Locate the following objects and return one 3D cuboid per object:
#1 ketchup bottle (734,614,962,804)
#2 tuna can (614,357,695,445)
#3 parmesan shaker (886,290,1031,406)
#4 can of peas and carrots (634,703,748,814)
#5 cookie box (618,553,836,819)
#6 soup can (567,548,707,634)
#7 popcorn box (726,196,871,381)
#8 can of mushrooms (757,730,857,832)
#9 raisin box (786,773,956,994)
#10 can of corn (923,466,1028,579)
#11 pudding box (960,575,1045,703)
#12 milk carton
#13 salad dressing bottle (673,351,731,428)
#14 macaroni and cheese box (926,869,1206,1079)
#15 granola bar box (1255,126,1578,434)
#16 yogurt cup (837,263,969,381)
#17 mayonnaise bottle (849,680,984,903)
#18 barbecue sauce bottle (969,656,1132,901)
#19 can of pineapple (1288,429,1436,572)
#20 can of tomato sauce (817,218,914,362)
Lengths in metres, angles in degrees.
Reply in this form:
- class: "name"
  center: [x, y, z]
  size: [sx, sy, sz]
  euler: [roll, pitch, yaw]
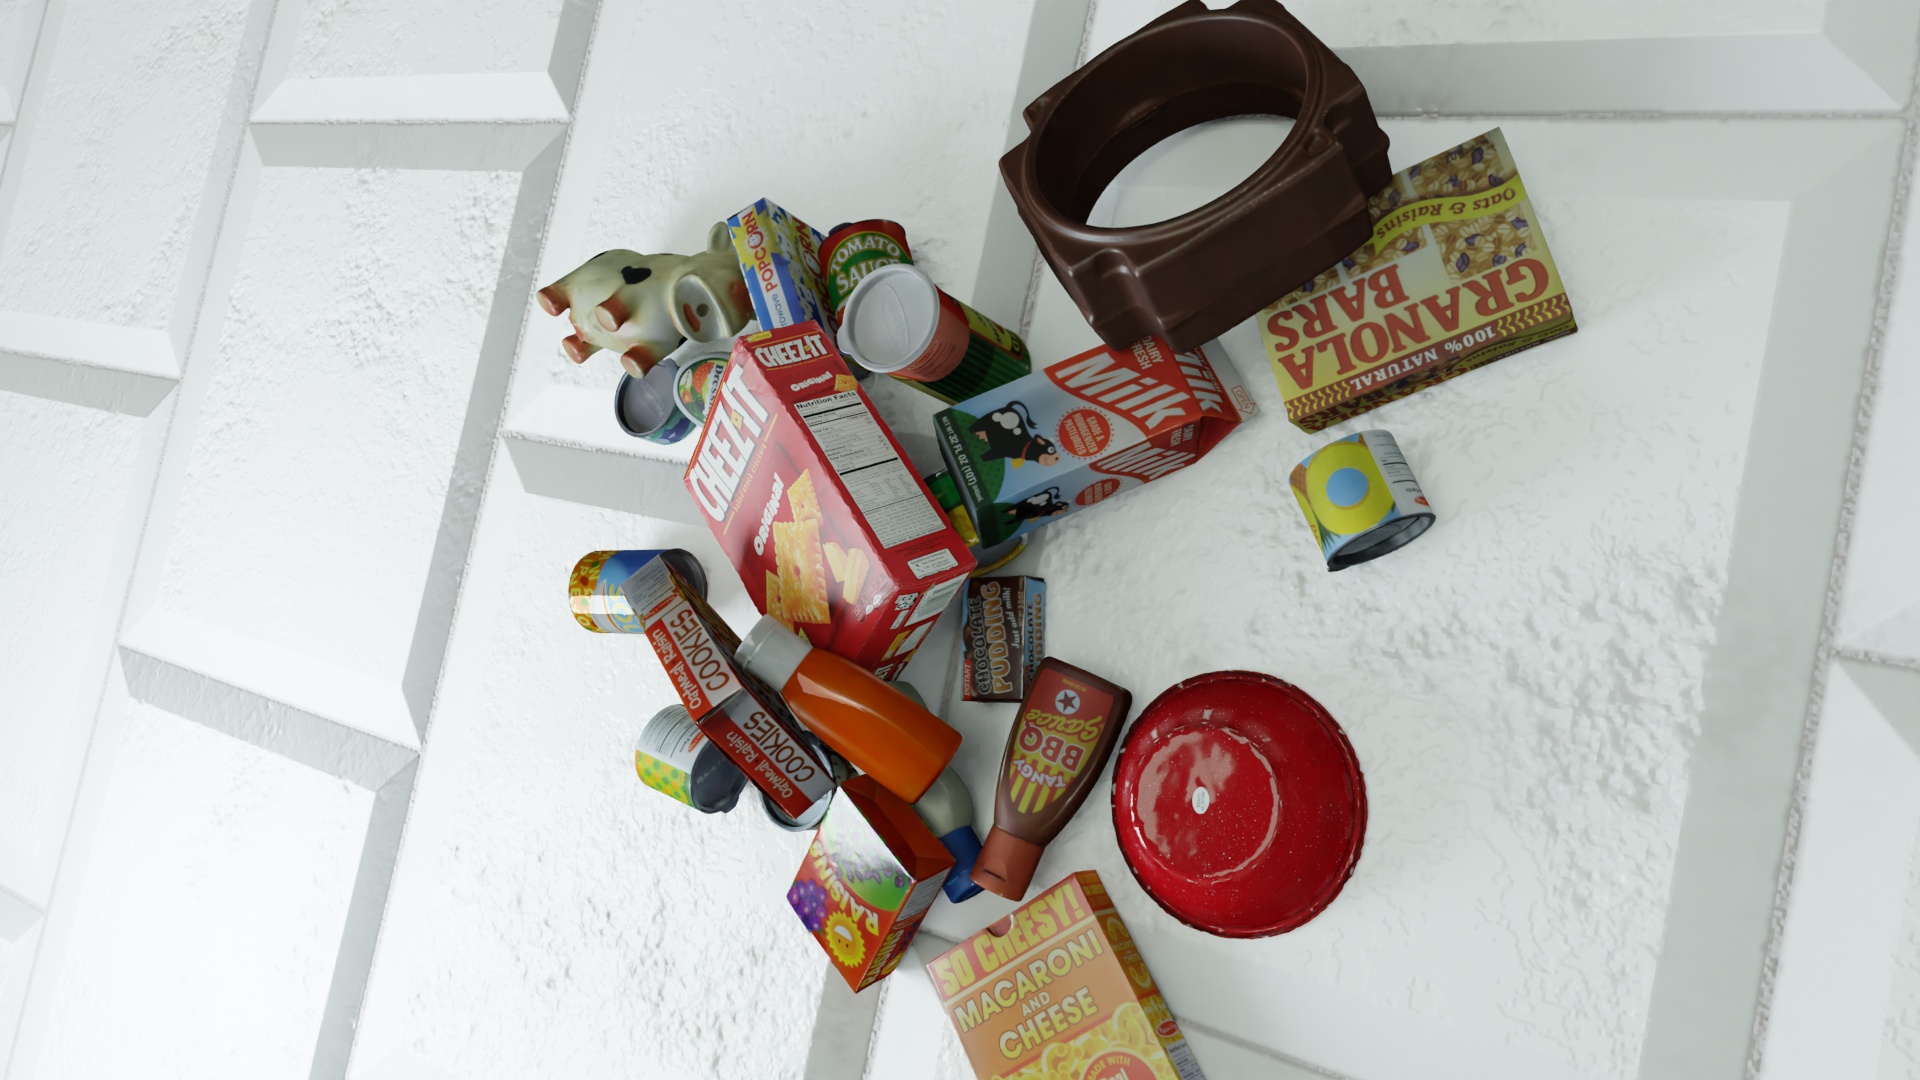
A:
- class: "ketchup bottle"
  center: [-0.074, 0.104, 0.880]
  size: [0.149, 0.044, 0.064]
  euler: [36, 135, 1]
- class: "tuna can"
  center: [-0.239, -0.113, 1.108]
  size: [0.071, 0.033, 0.071]
  euler: [-6, 78, 29]
- class: "parmesan shaker"
  center: [-0.003, -0.125, 0.934]
  size: [0.071, 0.103, 0.071]
  euler: [-6, 78, 29]
- class: "can of peas and carrots"
  center: [-0.193, 0.160, 1.014]
  size: [0.059, 0.071, 0.071]
  euler: [16, 89, 31]
- class: "cookie box"
  center: [-0.159, 0.098, 0.940]
  size: [0.040, 0.122, 0.168]
  euler: [-39, 42, -4]
- class: "soup can"
  center: [-0.249, 0.041, 1.064]
  size: [0.083, 0.071, 0.071]
  euler: [-2, 80, 30]
- class: "popcorn box"
  center: [-0.118, -0.179, 1.021]
  size: [0.038, 0.085, 0.127]
  euler: [-28, 68, 22]
- class: "can of mushrooms"
  center: [-0.107, 0.169, 0.979]
  size: [0.071, 0.033, 0.071]
  euler: [-6, 78, 30]
- class: "raisin box"
  center: [-0.061, 0.224, 0.913]
  size: [0.086, 0.040, 0.122]
  euler: [46, 129, 27]
- class: "can of corn"
  center: [0.003, -0.012, 0.932]
  size: [0.071, 0.071, 0.058]
  euler: [-34, 67, 21]
- class: "pudding box"
  center: [0.028, 0.066, 0.924]
  size: [0.049, 0.030, 0.084]
  euler: [-3, 79, 30]
- class: "milk carton"
  center: [0.086, -0.071, 0.870]
  size: [0.191, 0.073, 0.072]
  euler: [-23, 69, -3]
- class: "salad dressing bottle"
  center: [-0.149, -0.104, 1.049]
  size: [0.148, 0.044, 0.064]
  euler: [16, 97, 31]
- class: "macaroni and cheese box"
  center: [0.067, 0.306, 0.850]
  size: [0.123, 0.040, 0.167]
  euler: [-37, 65, 18]
- class: "granola bar box"
  center: [0.261, -0.151, 0.826]
  size: [0.165, 0.039, 0.124]
  euler: [-21, 70, 25]
- class: "yogurt cup"
  center: [-0.030, -0.131, 0.858]
  size: [0.072, 0.054, 0.072]
  euler: [-6, 78, 29]
- class: "mayonnaise bottle"
  center: [-0.026, 0.169, 0.930]
  size: [0.064, 0.041, 0.148]
  euler: [-41, 65, 21]
- class: "barbecue sauce bottle"
  center: [0.052, 0.151, 0.876]
  size: [0.065, 0.043, 0.148]
  euler: [23, 85, 21]
- class: "can of pineapple"
  center: [0.230, -0.023, 0.804]
  size: [0.071, 0.071, 0.058]
  euler: [-29, 67, 22]
- class: "can of tomato sauce"
  center: [-0.061, -0.179, 0.997]
  size: [0.071, 0.071, 0.083]
  euler: [-25, 70, 24]
